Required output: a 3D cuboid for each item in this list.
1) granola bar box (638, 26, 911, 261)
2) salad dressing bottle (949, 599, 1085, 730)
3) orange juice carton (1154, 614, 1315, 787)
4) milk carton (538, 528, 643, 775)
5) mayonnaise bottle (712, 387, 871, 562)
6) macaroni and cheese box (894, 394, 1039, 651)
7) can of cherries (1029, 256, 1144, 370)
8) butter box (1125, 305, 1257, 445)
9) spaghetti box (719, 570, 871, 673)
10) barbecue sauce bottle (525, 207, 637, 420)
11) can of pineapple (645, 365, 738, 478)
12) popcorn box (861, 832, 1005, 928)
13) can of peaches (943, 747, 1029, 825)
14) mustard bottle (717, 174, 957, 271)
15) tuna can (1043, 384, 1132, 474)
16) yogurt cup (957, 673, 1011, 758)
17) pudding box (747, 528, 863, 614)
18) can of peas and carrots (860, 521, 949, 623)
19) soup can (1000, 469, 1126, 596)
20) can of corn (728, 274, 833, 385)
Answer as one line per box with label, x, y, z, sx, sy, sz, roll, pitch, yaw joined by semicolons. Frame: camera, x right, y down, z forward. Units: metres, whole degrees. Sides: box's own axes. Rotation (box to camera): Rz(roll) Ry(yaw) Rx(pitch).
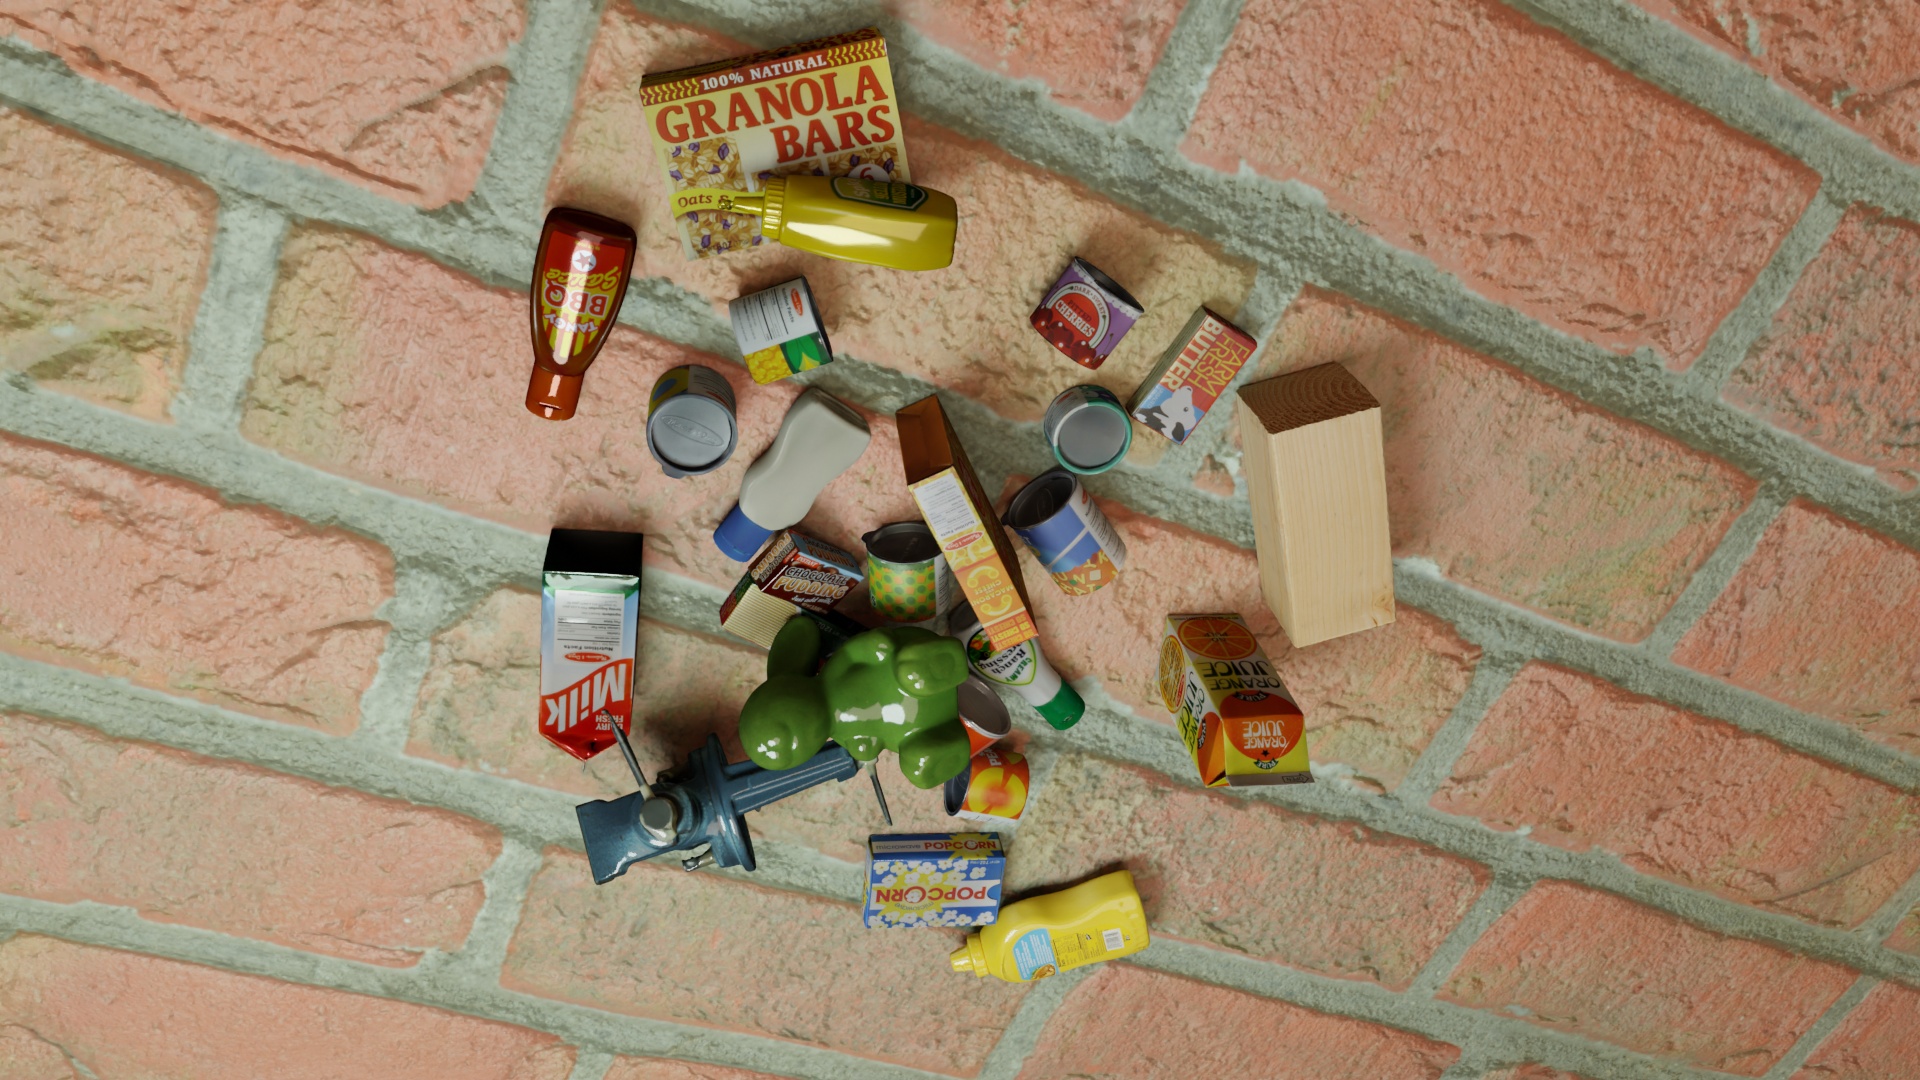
granola bar box;-0.123;-0.272;0.957;0.166;0.039;0.123;-13;122;-3
salad dressing bottle;0.052;0.108;1.198;0.064;0.044;0.147;-39;118;10
orange juice carton;0.228;0.143;1.163;0.072;0.193;0.072;0;120;-11
milk carton;-0.296;0.091;1.109;0.073;0.072;0.189;4;117;-12
mayonnaise bottle;-0.136;-0.047;1.080;0.064;0.041;0.147;32;110;-28
macaroni and cheese box;0.004;-0.013;1.075;0.040;0.124;0.165;-23;120;7
can of cherries;0.093;-0.169;1.036;0.071;0.072;0.058;30;111;-24
butter box;0.183;-0.130;1.101;0.053;0.024;0.103;28;110;-22
spaghetti box;-0.084;0.101;1.178;0.250;0.029;0.050;29;109;-23
barbecue sauce bottle;-0.277;-0.158;0.990;0.065;0.044;0.147;13;116;-18
can of pineapple;-0.201;-0.089;1.034;0.071;0.058;0.070;-4;119;-8
popcorn box;-0.027;0.320;1.305;0.127;0.038;0.084;1;117;-11
can of peaches;0.024;0.216;1.241;0.058;0.071;0.071;14;116;-17
mustard bottle;-0.083;-0.218;0.936;0.160;0.065;0.048;5;124;-9
tuna can;0.104;-0.086;1.106;0.071;0.033;0.070;-4;119;-7
yogurt cup;0.001;0.153;1.168;0.072;0.073;0.053;32;116;-24
pudding box;-0.123;0.025;1.109;0.049;0.030;0.083;-44;145;14
can of peas and carrots;-0.044;0.025;1.123;0.071;0.071;0.058;-6;120;-7
soup can;0.085;-0.004;1.129;0.071;0.071;0.083;-34;119;9
can of corn;-0.130;-0.151;1.010;0.058;0.071;0.071;-18;120;1
